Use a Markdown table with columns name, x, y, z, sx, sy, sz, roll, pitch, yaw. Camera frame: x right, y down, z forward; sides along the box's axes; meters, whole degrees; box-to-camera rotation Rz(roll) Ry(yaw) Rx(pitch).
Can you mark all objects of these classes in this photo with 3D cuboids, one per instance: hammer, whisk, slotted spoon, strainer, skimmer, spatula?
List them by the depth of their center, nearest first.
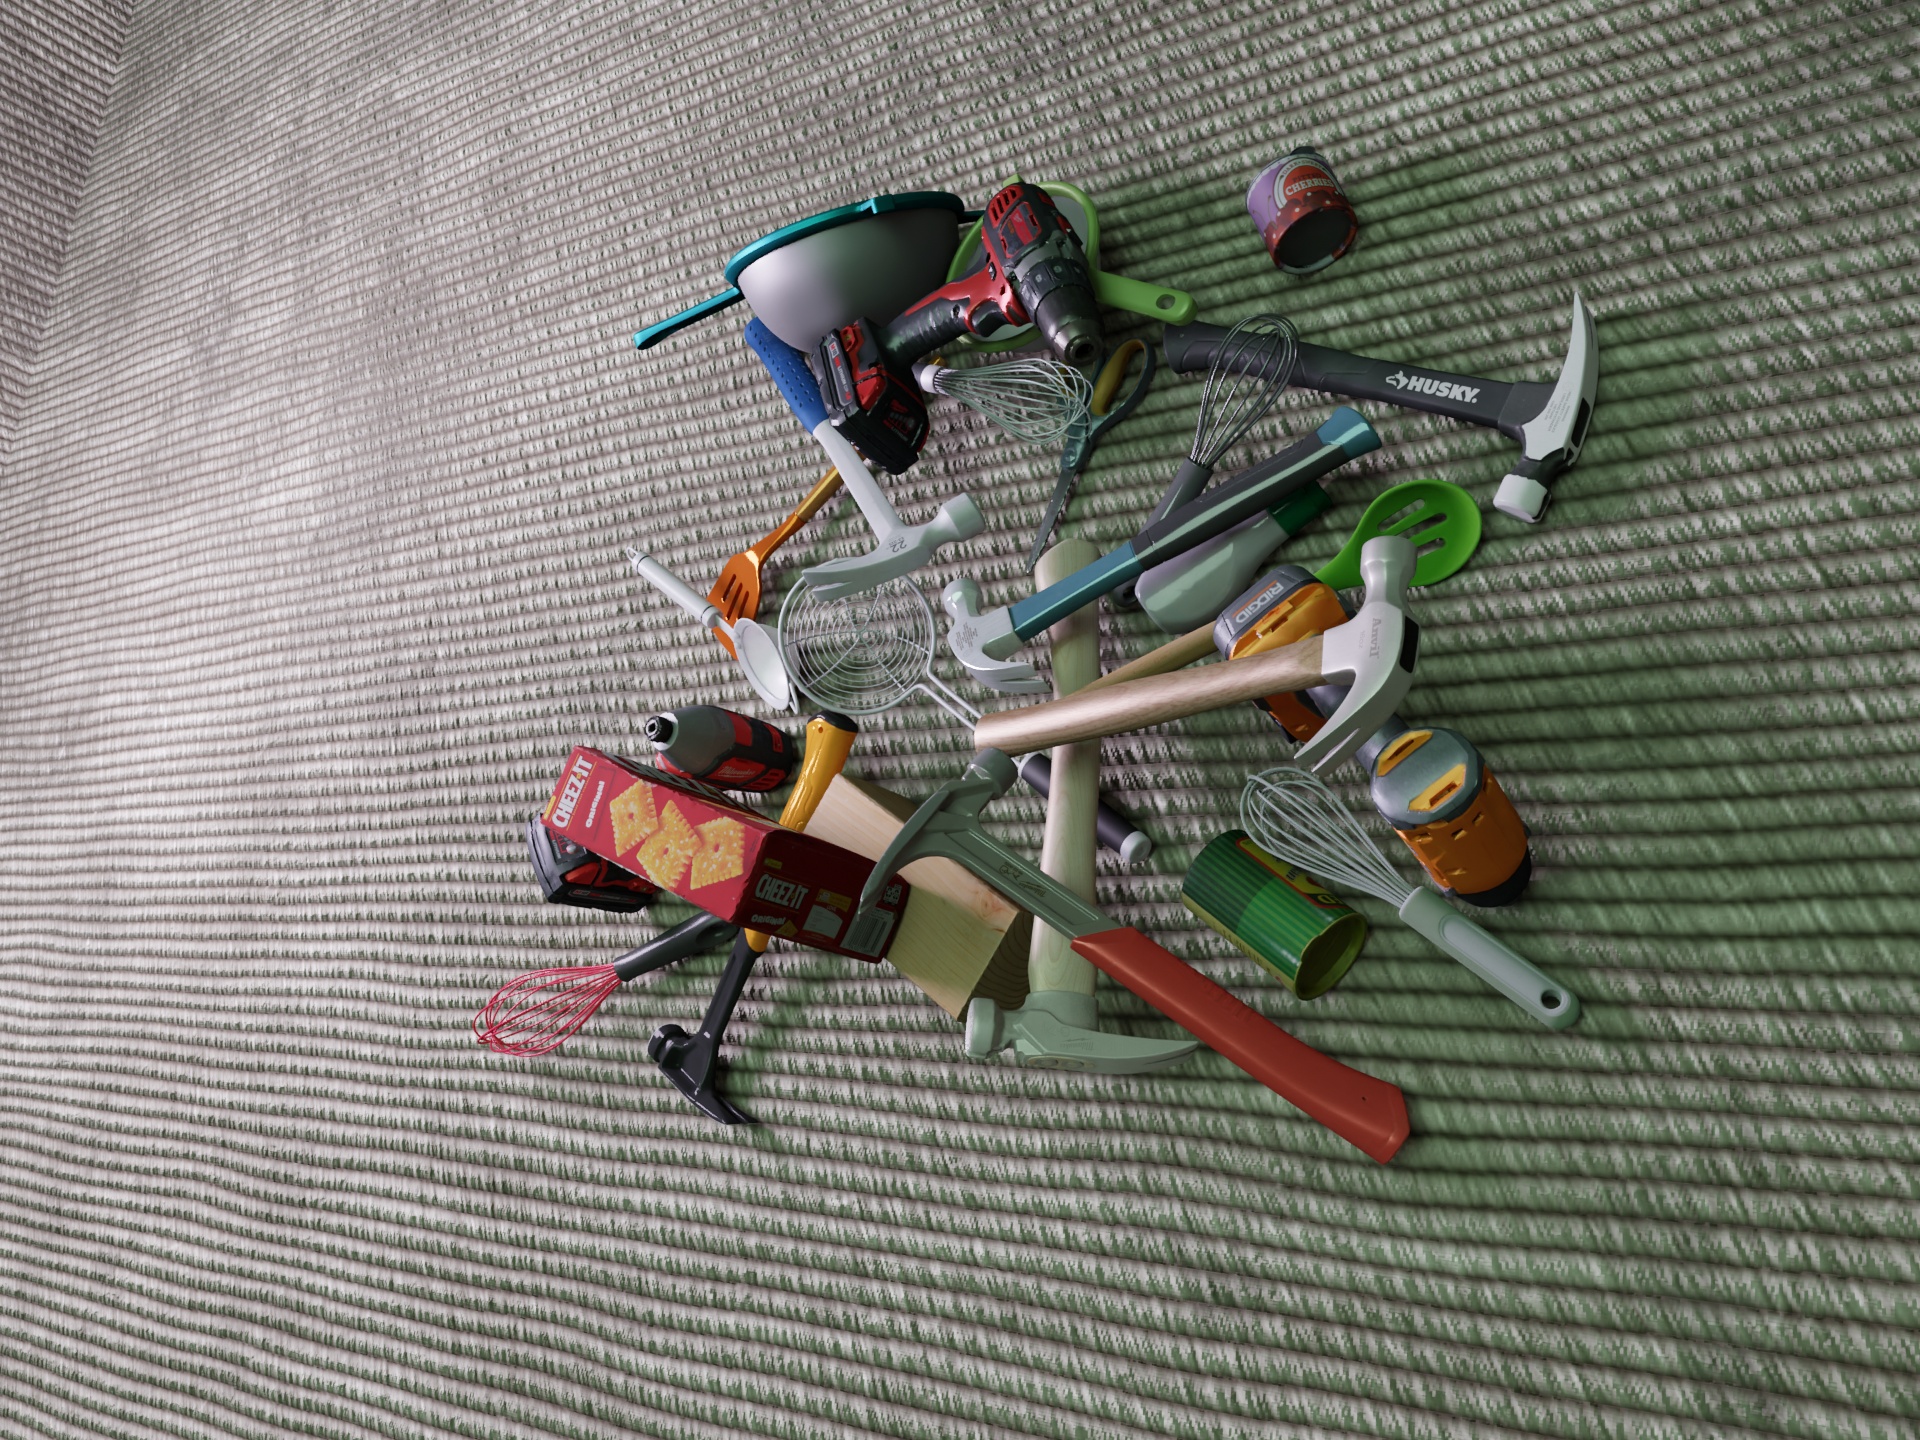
| name | x | y | z | sx | sy | sz | roll | pitch | yaw |
| --- | --- | --- | --- | --- | --- | --- | --- | --- | --- |
| whisk | 0.272 | 0.107 | 0.980 | 0.246 | 0.059 | 0.058 | 38 | 83 | 28 |
| hammer | 0.132 | -0.013 | 0.985 | 0.331 | 0.031 | 0.130 | -15 | 57 | 44 |
| hammer | 0.114 | 0.163 | 0.994 | 0.359 | 0.036 | 0.149 | 34 | 60 | 14 |
| slotted spoon | 0.200 | -0.073 | 1.075 | 0.314 | 0.031 | 0.070 | -27 | 99 | 12 |
| hammer | 0.088 | 0.044 | 1.108 | 0.146 | 0.038 | 0.411 | 6 | 58 | -3 |
| hammer | 0.136 | -0.123 | 1.112 | 0.331 | 0.033 | 0.128 | -29 | 43 | 17 |
| hammer | 0.280 | -0.247 | 1.117 | 0.335 | 0.035 | 0.146 | 24 | 90 | 39 |
| whisk | 0.170 | -0.184 | 1.146 | 0.055 | 0.055 | 0.239 | 46 | 118 | 37 |
| skimmer | -0.002 | -0.004 | 1.205 | 0.364 | 0.090 | 0.127 | 39 | 98 | 38 |
| strainer | 0.098 | -0.335 | 1.255 | 0.257 | 0.069 | 0.151 | 29 | 91 | 42 |
| hammer | -0.152 | 0.152 | 1.266 | 0.127 | 0.034 | 0.337 | 31 | 102 | 42 |
| whisk | 0.001 | -0.274 | 1.296 | 0.285 | 0.070 | 0.070 | 24 | 89 | 44 |
| hammer | -0.116 | -0.242 | 1.356 | 0.144 | 0.035 | 0.406 | -29 | 45 | -2 |
| whisk | -0.306 | 0.222 | 1.376 | 0.296 | 0.073 | 0.073 | -27 | 60 | 21 |
| strainer | -0.141 | -0.352 | 1.381 | 0.340 | 0.211 | 0.095 | -15 | 95 | 28 |
| strainer | -0.211 | -0.088 | 1.395 | 0.259 | 0.086 | 0.050 | 37 | 54 | 26 |
| spatula | -0.120 | -0.194 | 1.404 | 0.322 | 0.041 | 0.081 | -46 | 55 | 9 |

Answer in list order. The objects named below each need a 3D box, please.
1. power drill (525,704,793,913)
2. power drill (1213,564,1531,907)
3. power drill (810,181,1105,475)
| name | x | y | z | sx | sy | sz | roll | pitch | yaw |
| --- | --- | --- | --- | --- | --- | --- | --- | --- | --- |
| power drill | -0.258 | 0.068 | 1.338 | 0.219 | 0.143 | 0.079 | -40 | 58 | 22 |
| power drill | 0.261 | 0.018 | 0.976 | 0.084 | 0.164 | 0.227 | -40 | 43 | 7 |
| power drill | 0.004 | -0.287 | 1.210 | 0.226 | 0.080 | 0.188 | -35 | 48 | 20 |
